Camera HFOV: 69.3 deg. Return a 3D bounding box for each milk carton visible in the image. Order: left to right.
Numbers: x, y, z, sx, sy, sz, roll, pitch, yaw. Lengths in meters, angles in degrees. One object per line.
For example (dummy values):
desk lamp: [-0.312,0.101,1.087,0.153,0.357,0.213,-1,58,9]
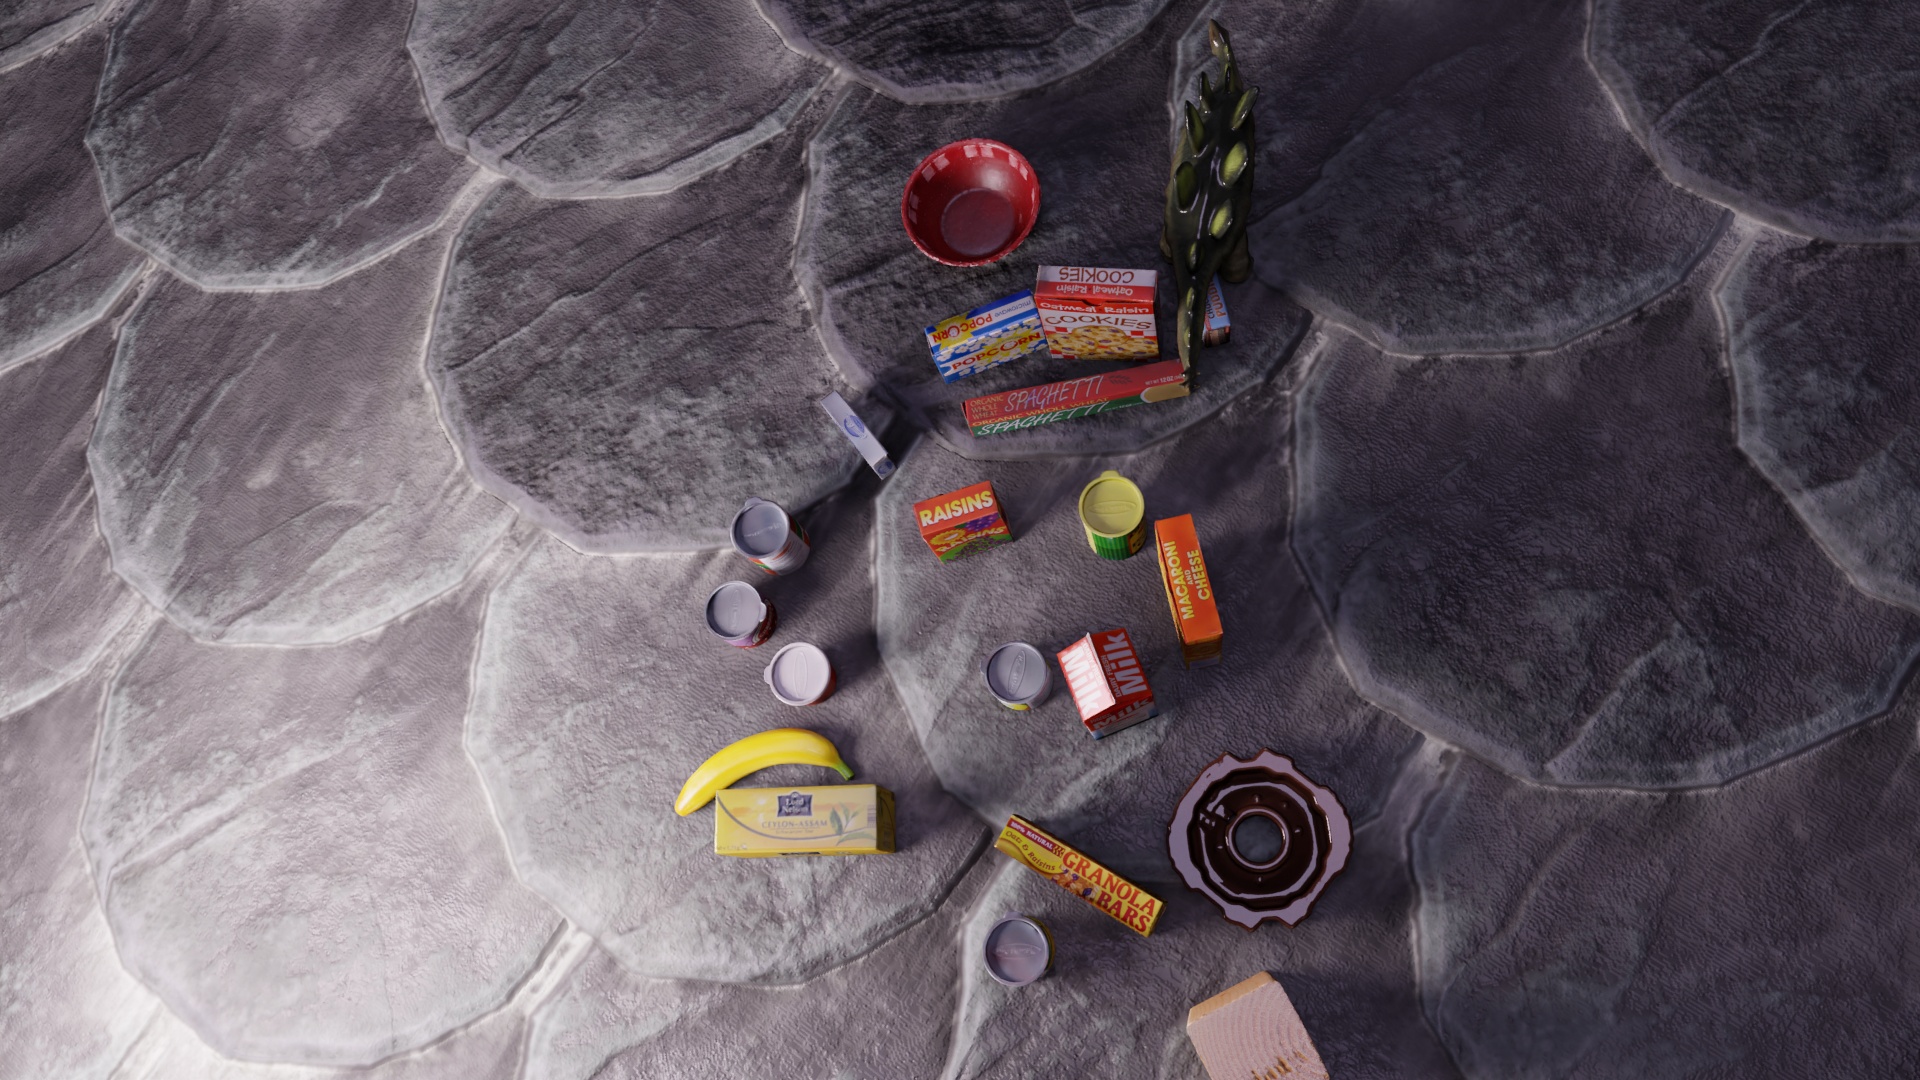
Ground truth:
milk carton: [0.146,0.140,1.366,0.073,0.190,0.072,-22,73,4]

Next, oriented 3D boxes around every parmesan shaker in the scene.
parmesan shaker: [0.162,-0.025,1.455,0.071,0.103,0.071,-3,75,10]

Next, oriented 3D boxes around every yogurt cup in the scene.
yogurt cup: [-0.166,0.147,1.492,0.072,0.054,0.072,-3,75,9]

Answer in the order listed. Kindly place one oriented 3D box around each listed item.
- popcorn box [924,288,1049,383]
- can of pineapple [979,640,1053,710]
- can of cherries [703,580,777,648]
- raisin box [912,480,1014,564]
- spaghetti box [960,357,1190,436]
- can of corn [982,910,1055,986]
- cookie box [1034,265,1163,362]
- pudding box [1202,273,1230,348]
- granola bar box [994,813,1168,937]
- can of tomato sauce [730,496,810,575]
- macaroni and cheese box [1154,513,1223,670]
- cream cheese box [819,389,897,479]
popcorn box: [0.031,-0.226,1.542,0.127,0.085,0.038,-20,73,4]
can of pineapple: [0.060,0.141,1.451,0.071,0.057,0.071,-3,75,10]
can of cherries: [-0.238,0.083,1.520,0.071,0.058,0.071,-3,75,10]
raisin box: [0.005,-0.018,1.470,0.086,0.123,0.040,-17,73,5]
spaghetti box: [0.127,-0.157,1.524,0.250,0.050,0.029,-11,74,7]
can of corn: [0.058,0.404,1.379,0.071,0.058,0.071,-3,75,10]
cookie box: [0.151,-0.238,1.481,0.123,0.167,0.040,4,76,11]
pudding box: [0.273,-0.261,1.527,0.030,0.049,0.084,-14,73,6]
granola bar box: [0.121,0.326,1.355,0.166,0.124,0.039,28,82,16]
can of tomato sauce: [-0.208,-0.004,1.525,0.071,0.083,0.071,-3,75,10]
macaroni and cheese box: [0.228,0.055,1.388,0.040,0.166,0.124,-14,73,6]
cream cheese box: [-0.113,-0.118,1.555,0.024,0.053,0.104,-39,72,-1]
